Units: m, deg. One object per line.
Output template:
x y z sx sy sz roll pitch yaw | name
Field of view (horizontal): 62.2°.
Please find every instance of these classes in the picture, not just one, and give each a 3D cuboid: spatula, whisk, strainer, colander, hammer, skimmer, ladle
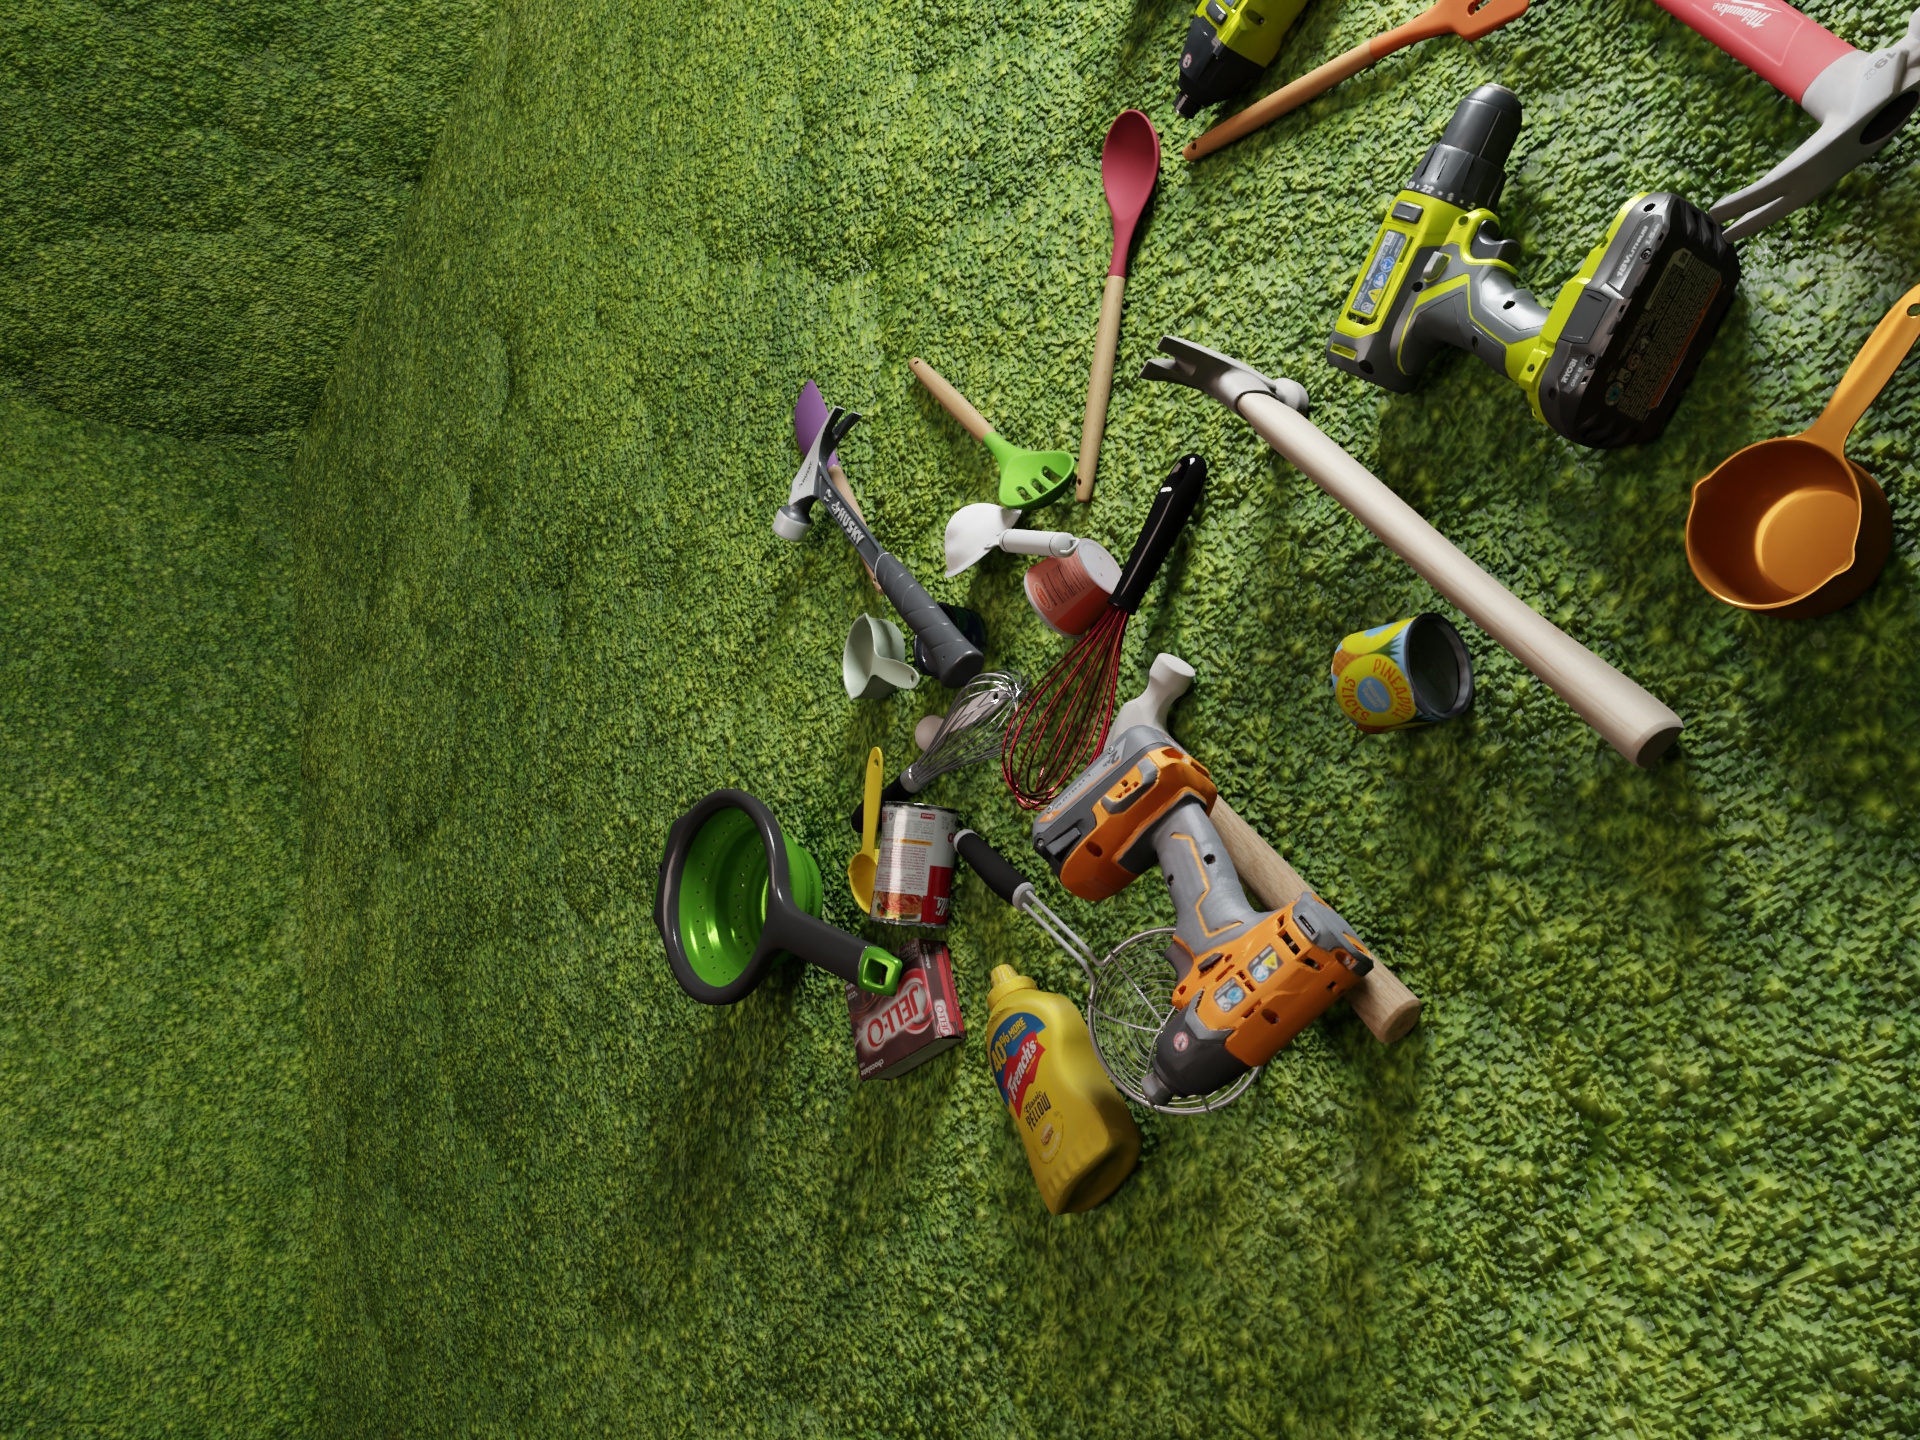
0.266 -0.461 1.114 0.323 0.041 0.081 -11 87 53 | spatula
-0.023 0.037 1.369 0.284 0.070 0.070 -41 51 47 | whisk
0.038 -0.149 1.290 0.087 0.050 0.258 -46 21 -10 | strainer
-0.148 0.184 1.468 0.397 0.094 0.204 14 93 51 | colander
0.111 -0.067 1.190 0.073 0.073 0.296 28 92 52 | whisk
0.392 -0.426 0.919 0.143 0.038 0.387 -41 47 20 | hammer
-0.072 -0.150 1.447 0.149 0.036 0.409 -64 36 21 | hammer
-0.121 -0.233 1.596 0.059 0.018 0.316 -56 41 33 | spatula
0.096 0.165 1.197 0.127 0.090 0.364 -66 28 8 | skimmer
0.122 -0.333 1.288 0.069 0.031 0.315 9 91 56 | ladle
0.195 0.094 1.080 0.130 0.031 0.332 -62 40 22 | hammer
0.266 -0.114 0.963 0.038 0.146 0.411 -59 45 24 | hammer

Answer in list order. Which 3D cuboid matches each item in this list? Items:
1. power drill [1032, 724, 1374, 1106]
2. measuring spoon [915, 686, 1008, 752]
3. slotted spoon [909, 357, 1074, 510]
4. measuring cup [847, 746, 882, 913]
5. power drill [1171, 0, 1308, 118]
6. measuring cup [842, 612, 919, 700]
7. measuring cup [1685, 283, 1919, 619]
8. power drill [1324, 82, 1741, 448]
0.139 0.128 1.027 0.164 0.084 0.227 -45 47 11 | power drill
-0.002 -0.004 1.379 0.124 0.018 0.034 -29 59 45 | measuring spoon
0.018 -0.260 1.405 0.070 0.031 0.314 -36 41 0 | slotted spoon
-0.069 0.096 1.405 0.062 0.029 0.156 25 117 48 | measuring cup
0.184 -0.586 1.229 0.171 0.080 0.223 -52 48 32 | power drill
-0.059 -0.048 1.431 0.168 0.038 0.083 24 106 62 | measuring cup
0.440 -0.130 0.792 0.095 0.052 0.173 48 117 47 | measuring cup
0.335 -0.271 0.947 0.229 0.080 0.190 44 116 51 | power drill
